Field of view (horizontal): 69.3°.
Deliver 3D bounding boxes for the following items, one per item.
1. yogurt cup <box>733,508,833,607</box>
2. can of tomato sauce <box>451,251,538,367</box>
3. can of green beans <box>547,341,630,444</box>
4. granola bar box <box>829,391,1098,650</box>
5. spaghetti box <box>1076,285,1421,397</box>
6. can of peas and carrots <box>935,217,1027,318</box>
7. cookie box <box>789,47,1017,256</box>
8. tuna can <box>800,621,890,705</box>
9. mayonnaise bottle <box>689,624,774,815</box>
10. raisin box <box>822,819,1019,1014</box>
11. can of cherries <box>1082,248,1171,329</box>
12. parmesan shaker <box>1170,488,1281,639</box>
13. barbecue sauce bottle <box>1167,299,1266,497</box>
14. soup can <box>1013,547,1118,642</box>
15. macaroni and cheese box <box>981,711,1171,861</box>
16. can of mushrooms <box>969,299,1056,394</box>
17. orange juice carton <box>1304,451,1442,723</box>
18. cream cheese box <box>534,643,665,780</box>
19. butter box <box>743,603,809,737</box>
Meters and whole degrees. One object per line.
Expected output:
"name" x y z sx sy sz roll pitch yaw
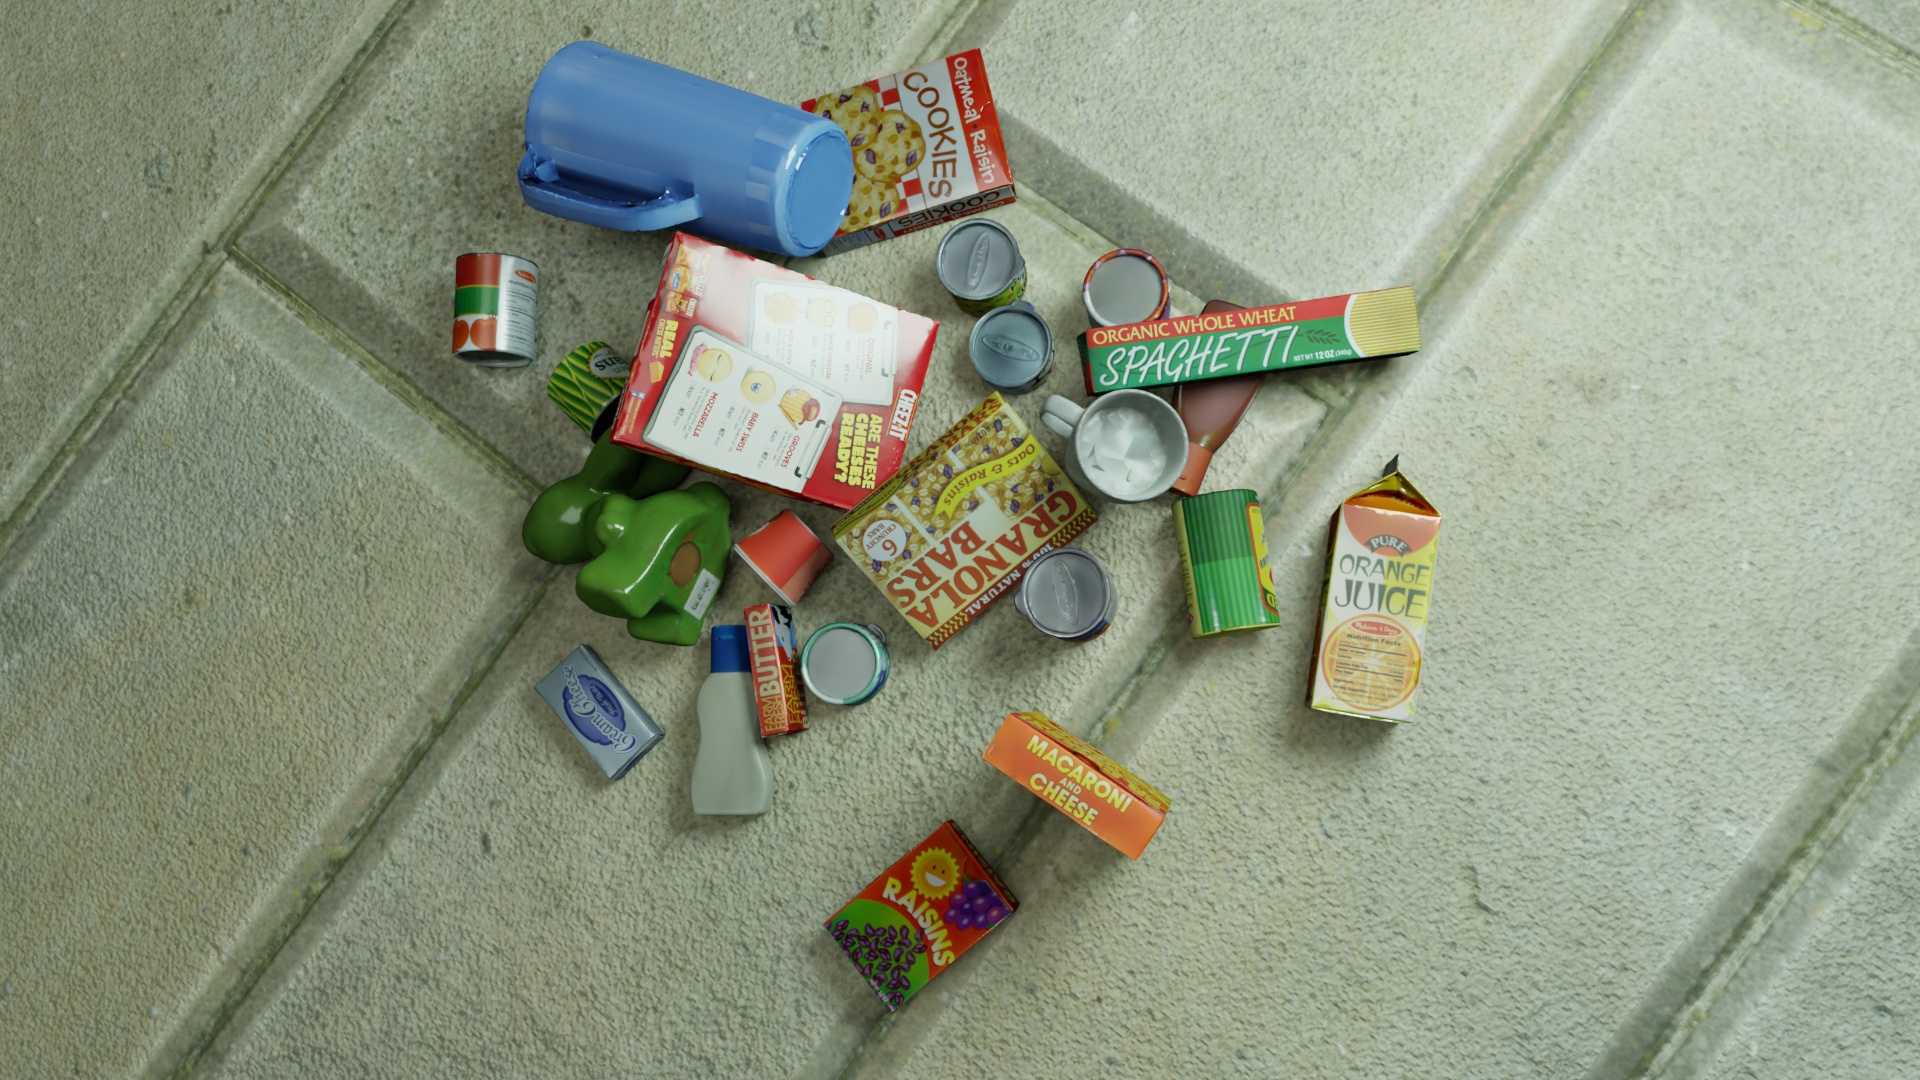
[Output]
"yogurt cup" -0.138 0.011 1.099 0.054 0.072 0.072 -44 78 -6
"can of tomato sauce" -0.393 -0.193 1.170 0.071 0.071 0.083 -1 83 10
"can of green beans" -0.296 -0.121 1.142 0.058 0.071 0.071 44 92 13
"granola bar box" 0.004 -0.013 1.058 0.165 0.039 0.124 -39 113 3
"spaghetti box" 0.214 -0.147 1.030 0.250 0.028 0.050 -8 89 -1
"can of peas and carrots" 0.020 -0.215 1.103 0.071 0.058 0.071 -1 83 9
"cookie box" -0.048 -0.317 1.137 0.167 0.040 0.123 -15 80 8
"tuna can" -0.089 0.095 1.094 0.071 0.033 0.071 -1 83 10
"mayonnaise bottle" -0.180 0.142 1.101 0.065 0.041 0.148 -2 81 9
"raisin box" -0.029 0.284 1.056 0.123 0.040 0.086 -40 77 2
"can of cherries" 0.131 -0.190 1.080 0.071 0.058 0.071 -1 83 10
"parmesan shaker" 0.197 0.018 1.034 0.071 0.071 0.103 -9 81 9
"barbecue sauce bottle" 0.191 -0.106 1.066 0.065 0.043 0.148 22 88 8
"soup can" 0.081 0.043 1.045 0.071 0.083 0.071 -1 82 10
"macaroni and cheese box" 0.087 0.169 0.985 0.124 0.166 0.040 33 89 12
"can of mushrooms" 0.043 -0.153 1.104 0.071 0.033 0.071 -1 82 11
"orange juice carton" 0.303 0.033 1.014 0.073 0.072 0.192 9 84 11
"cream cheese box" -0.293 0.139 1.129 0.053 0.024 0.104 -44 78 3
"butter box" -0.145 0.102 1.093 0.024 0.053 0.103 -12 81 11
